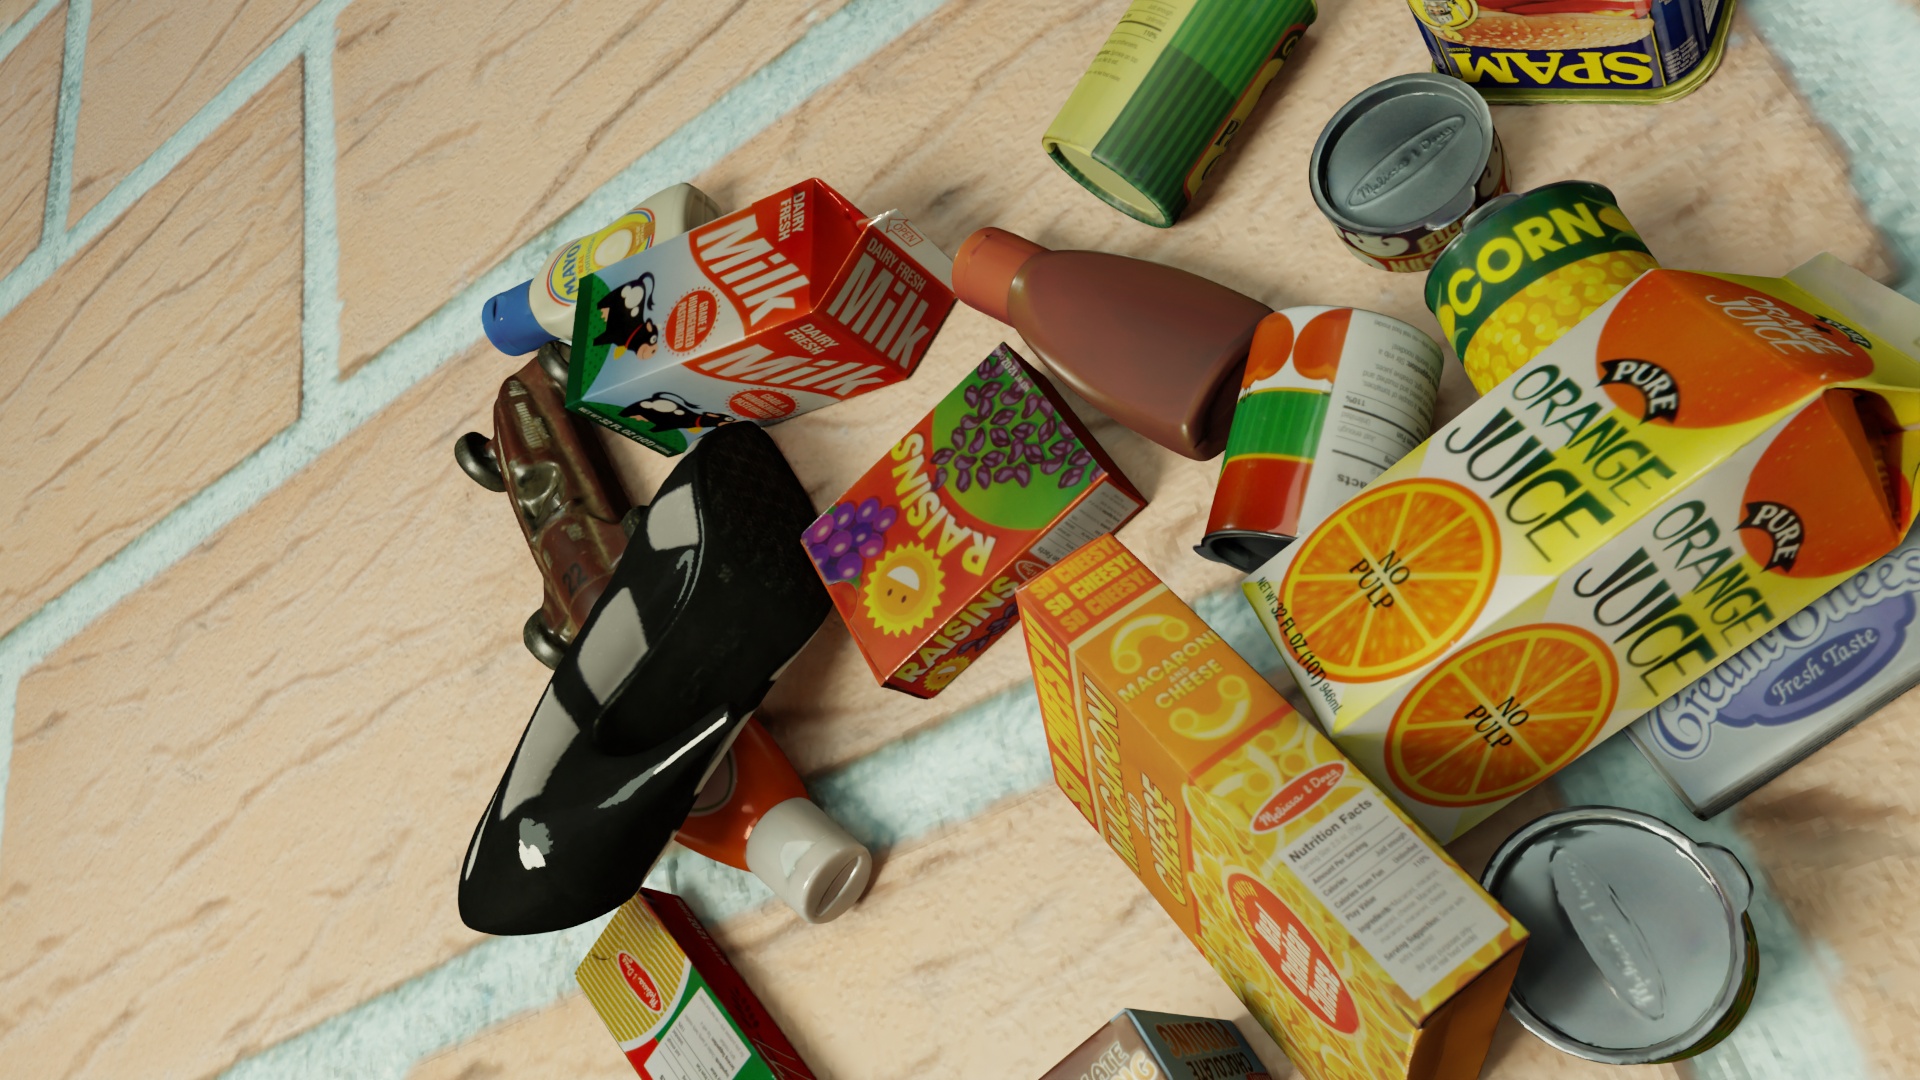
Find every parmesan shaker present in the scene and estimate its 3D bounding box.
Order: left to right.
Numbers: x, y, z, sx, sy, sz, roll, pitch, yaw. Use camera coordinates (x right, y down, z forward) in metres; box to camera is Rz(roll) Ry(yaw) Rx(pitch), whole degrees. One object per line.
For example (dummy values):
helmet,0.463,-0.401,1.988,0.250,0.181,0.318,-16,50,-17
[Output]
parmesan shaker,0.087,-0.188,0.567,0.071,0.071,0.103,37,95,38

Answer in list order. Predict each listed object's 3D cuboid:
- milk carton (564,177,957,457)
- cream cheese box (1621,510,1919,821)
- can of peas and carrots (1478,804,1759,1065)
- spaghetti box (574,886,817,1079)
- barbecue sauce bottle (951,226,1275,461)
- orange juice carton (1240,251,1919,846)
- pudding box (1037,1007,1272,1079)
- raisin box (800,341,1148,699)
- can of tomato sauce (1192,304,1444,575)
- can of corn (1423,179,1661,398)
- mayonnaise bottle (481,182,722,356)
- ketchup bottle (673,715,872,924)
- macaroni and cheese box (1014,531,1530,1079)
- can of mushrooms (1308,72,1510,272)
milk carton,-0.089,-0.105,0.645,0.190,0.072,0.074,-14,64,29
cream cheese box,0.240,0.031,0.402,0.103,0.024,0.053,-39,54,15
can of peas and carrots,0.185,0.110,0.386,0.071,0.058,0.071,-12,65,29
spaghetti box,-0.069,0.232,0.526,0.251,0.028,0.050,39,95,38
barbecue sauce bottle,0.057,-0.088,0.560,0.149,0.043,0.065,34,81,38
orange juice carton,0.185,-0.005,0.397,0.192,0.073,0.072,-39,34,15
pudding box,0.059,0.173,0.429,0.049,0.083,0.030,-44,54,13
raisin box,0.002,-0.007,0.567,0.123,0.040,0.086,-43,55,13
can of tomato sauce,0.123,-0.030,0.479,0.071,0.071,0.083,7,75,36
can of corn,0.192,-0.072,0.446,0.071,0.071,0.058,-30,59,21
mayonnaise bottle,-0.194,-0.138,0.748,0.148,0.041,0.065,-16,64,27
ketchup bottle,-0.098,0.106,0.586,0.149,0.043,0.065,30,81,37
macaroni and cheese box,0.086,0.091,0.420,0.040,0.123,0.167,-31,52,-14
can of mushrooms,0.166,-0.133,0.511,0.071,0.033,0.071,-13,65,29
